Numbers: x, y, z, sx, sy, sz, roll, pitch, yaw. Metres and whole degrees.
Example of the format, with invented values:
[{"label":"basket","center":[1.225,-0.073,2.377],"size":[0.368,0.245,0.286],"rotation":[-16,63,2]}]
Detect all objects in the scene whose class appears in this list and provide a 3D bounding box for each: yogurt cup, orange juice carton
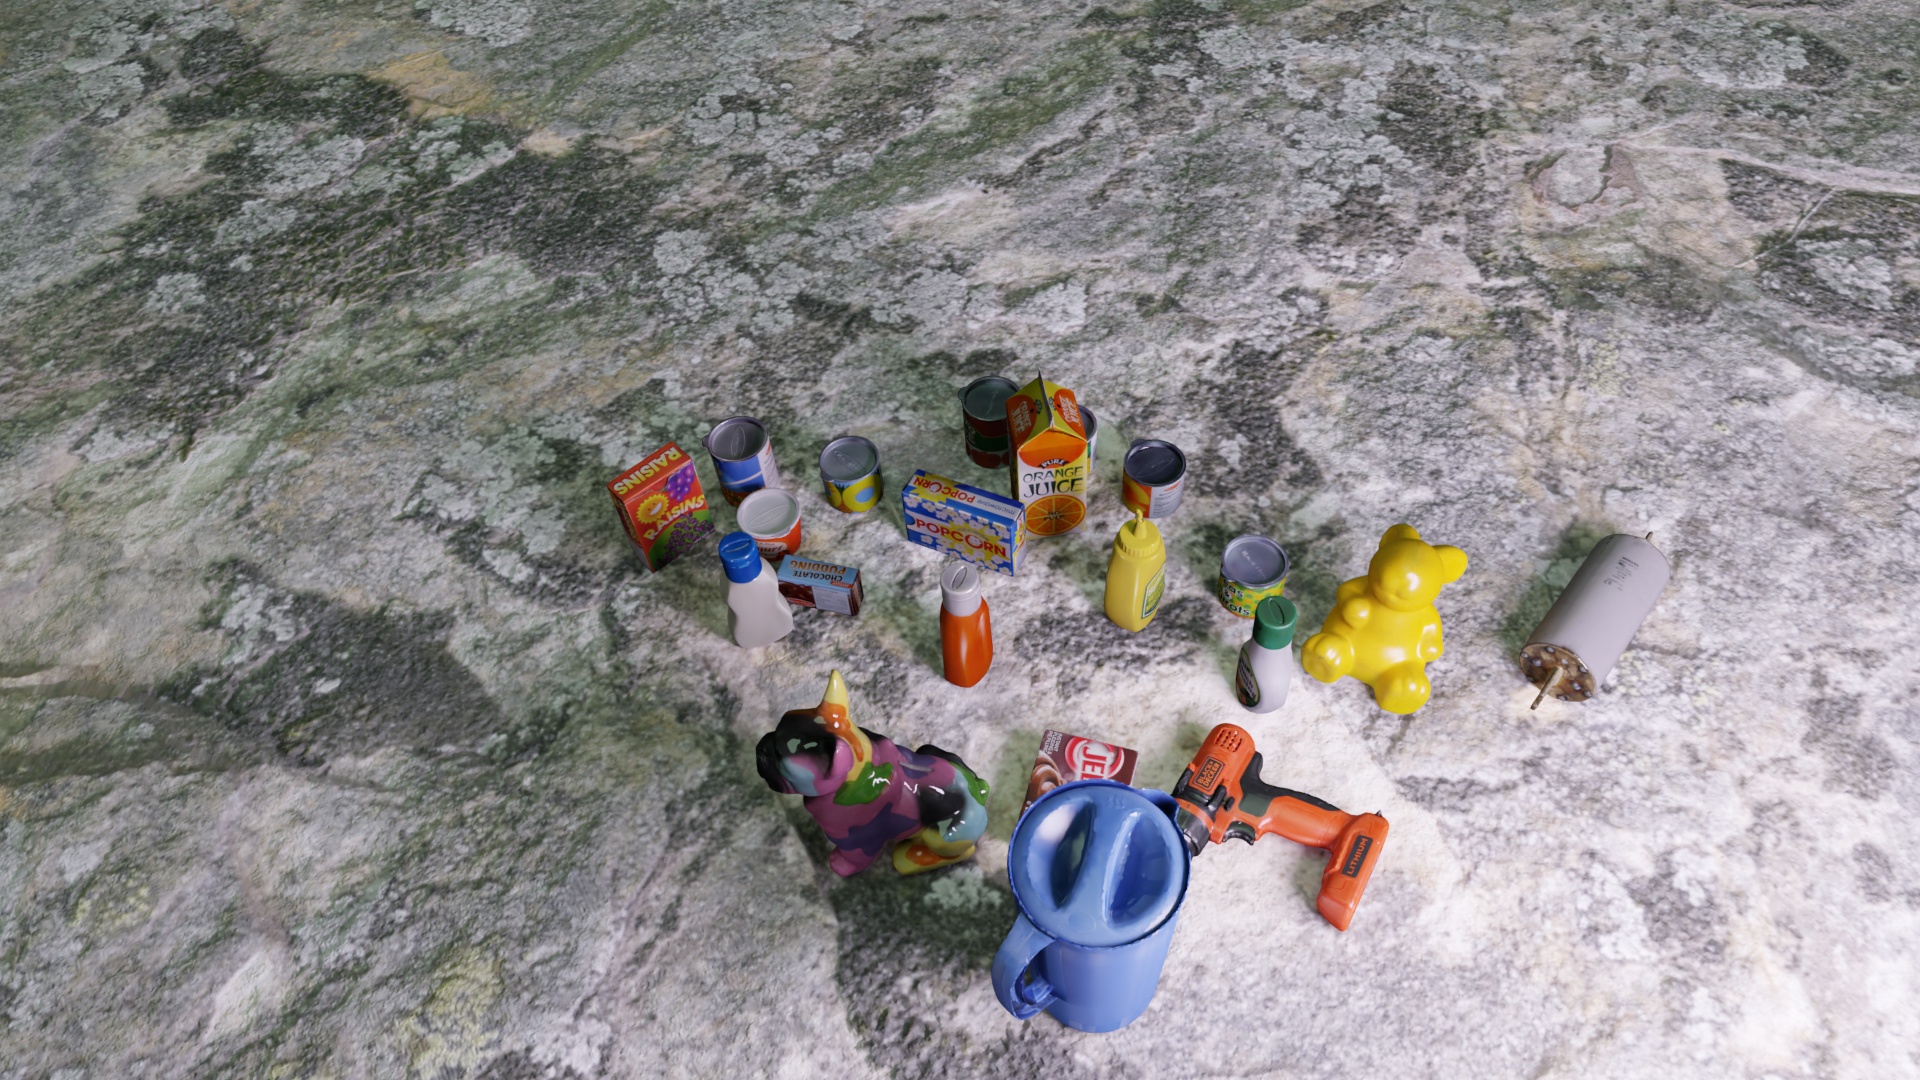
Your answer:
[{"label":"yogurt cup","center":[-0.201,-0.015,1.482],"size":[0.072,0.053,0.073],"rotation":[-2,52,3]},{"label":"orange juice carton","center":[0.089,-0.088,1.429],"size":[0.073,0.191,0.072],"rotation":[-8,52,-2]}]

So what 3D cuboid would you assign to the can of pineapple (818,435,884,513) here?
[{"label":"can of pineapple","center":[-0.120,-0.071,1.517],"size":[0.071,0.057,0.071],"rotation":[-2,52,3]}]

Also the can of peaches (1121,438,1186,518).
[{"label":"can of peaches","center":[0.206,-0.067,1.489],"size":[0.071,0.057,0.071],"rotation":[-2,52,3]}]

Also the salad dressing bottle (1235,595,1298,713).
[{"label":"salad dressing bottle","center":[0.286,0.106,1.293],"size":[0.044,0.147,0.064],"rotation":[-12,53,-5]}]

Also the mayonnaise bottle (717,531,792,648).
[{"label":"mayonnaise bottle","center":[-0.207,0.049,1.374],"size":[0.065,0.147,0.041],"rotation":[-20,54,-10]}]

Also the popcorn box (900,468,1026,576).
[{"label":"popcorn box","center":[0.005,-0.018,1.449],"size":[0.127,0.084,0.038],"rotation":[19,56,18]}]

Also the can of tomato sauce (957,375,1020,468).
[{"label":"can of tomato sauce","center":[0.034,-0.130,1.535],"size":[0.071,0.082,0.071],"rotation":[-2,52,3]}]

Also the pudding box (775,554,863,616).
[{"label":"pudding box","center":[-0.145,0.046,1.433],"size":[0.084,0.049,0.030],"rotation":[10,54,12]}]

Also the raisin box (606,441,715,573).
[{"label":"raisin box","center":[-0.314,-0.034,1.461],"size":[0.086,0.122,0.040],"rotation":[-37,58,-22]}]

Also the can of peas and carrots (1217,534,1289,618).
[{"label":"can of peas and carrots","center":[0.292,0.038,1.401],"size":[0.071,0.058,0.071],"rotation":[-2,52,3]}]

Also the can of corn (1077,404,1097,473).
[{"label":"can of corn","center":[0.114,-0.108,1.527],"size":[0.071,0.058,0.071],"rotation":[-2,52,3]}]

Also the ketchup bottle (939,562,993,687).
[{"label":"ketchup bottle","center":[0.004,0.079,1.335],"size":[0.043,0.148,0.065],"rotation":[17,56,17]}]

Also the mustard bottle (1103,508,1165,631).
[{"label":"mustard bottle","center":[0.172,0.024,1.357],"size":[0.049,0.159,0.065],"rotation":[26,59,22]}]

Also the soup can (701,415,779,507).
[{"label":"soup can","center":[-0.239,-0.085,1.520],"size":[0.071,0.083,0.072],"rotation":[-2,52,3]}]
